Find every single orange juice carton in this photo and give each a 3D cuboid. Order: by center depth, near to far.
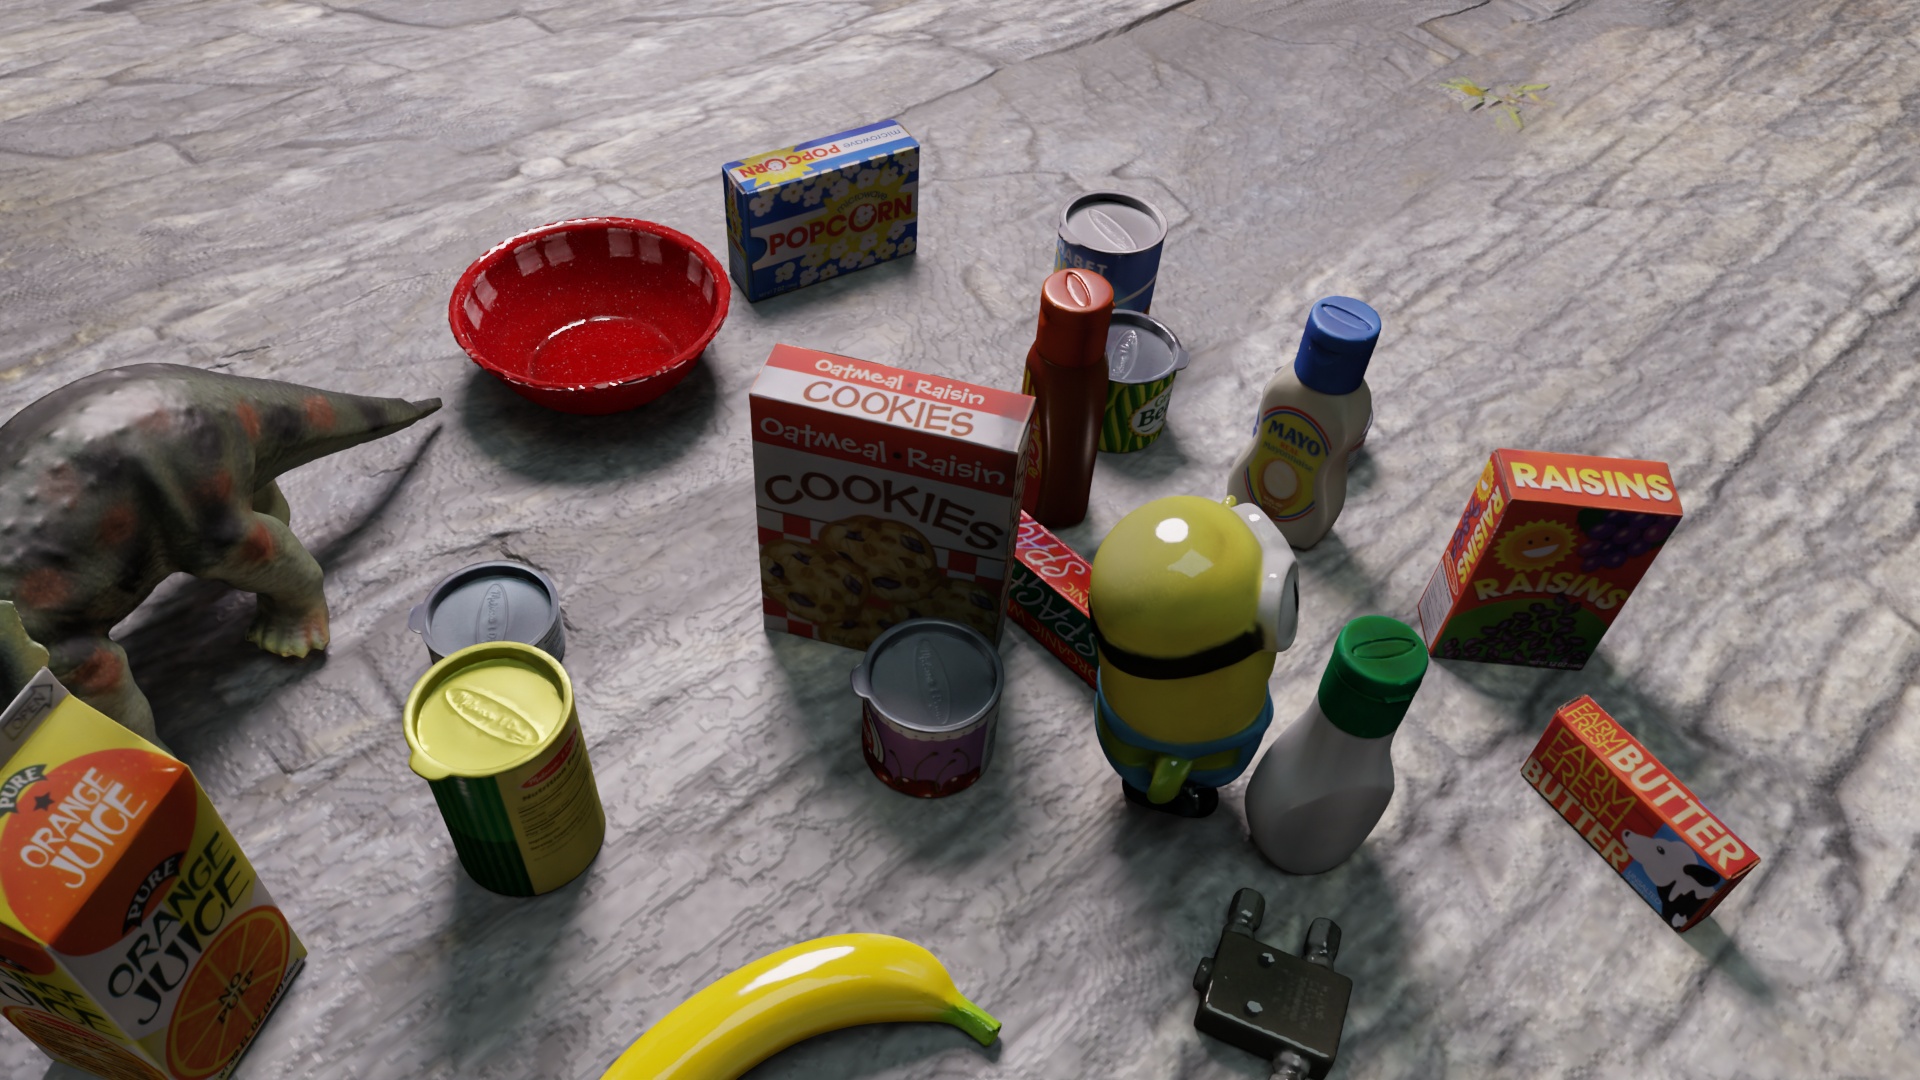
[{"bbox_3d":[-0.314,0.129,0.502,0.073,0.191,0.072,15,49,8],"label":"orange juice carton"}]

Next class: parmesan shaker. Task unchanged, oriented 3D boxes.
[{"bbox_3d":[-0.195,0.102,0.596,0.071,0.102,0.072,2,48,-3],"label":"parmesan shaker"}]

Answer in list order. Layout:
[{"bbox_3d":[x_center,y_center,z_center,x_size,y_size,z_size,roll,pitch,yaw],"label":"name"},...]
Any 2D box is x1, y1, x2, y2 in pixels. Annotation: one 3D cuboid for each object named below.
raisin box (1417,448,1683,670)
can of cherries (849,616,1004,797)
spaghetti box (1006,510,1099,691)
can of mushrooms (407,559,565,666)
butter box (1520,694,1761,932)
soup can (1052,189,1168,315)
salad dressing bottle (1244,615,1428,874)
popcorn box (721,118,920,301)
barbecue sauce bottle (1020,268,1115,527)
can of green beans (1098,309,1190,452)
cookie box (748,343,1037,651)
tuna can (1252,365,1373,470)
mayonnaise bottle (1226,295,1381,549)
[{"bbox_3d":[0.296,0.011,0.707,0.086,0.122,0.040,6,48,0],"label":"raisin box"},{"bbox_3d":[-0.017,0.080,0.662,0.071,0.058,0.072,3,48,-3],"label":"can of cherries"},{"bbox_3d":[0.003,-0.009,0.749,0.029,0.049,0.250,-34,59,-30],"label":"spaghetti box"},{"bbox_3d":[-0.234,0.045,0.691,0.071,0.033,0.071,3,48,-3],"label":"can of mushrooms"},{"bbox_3d":[0.315,0.127,0.652,0.024,0.052,0.104,-22,54,-23],"label":"butter box"},{"bbox_3d":[0.089,-0.167,0.876,0.071,0.083,0.072,3,48,-3],"label":"soup can"},{"bbox_3d":[0.165,0.092,0.607,0.064,0.146,0.044,-7,49,-11],"label":"salad dressing bottle"},{"bbox_3d":[-0.089,-0.215,0.903,0.127,0.084,0.038,-22,54,-23],"label":"popcorn box"},{"bbox_3d":[0.055,-0.077,0.749,0.044,0.147,0.065,-7,49,-11],"label":"barbecue sauce bottle"},{"bbox_3d":[0.094,-0.095,0.829,0.071,0.057,0.071,3,48,-3],"label":"can of green beans"},{"bbox_3d":[-0.034,-0.010,0.668,0.123,0.166,0.040,13,48,6],"label":"cookie box"},{"bbox_3d":[0.209,-0.071,0.835,0.071,0.032,0.071,3,48,-3],"label":"tuna can"},{"bbox_3d":[0.188,-0.063,0.748,0.065,0.147,0.041,33,53,22],"label":"mayonnaise bottle"}]
